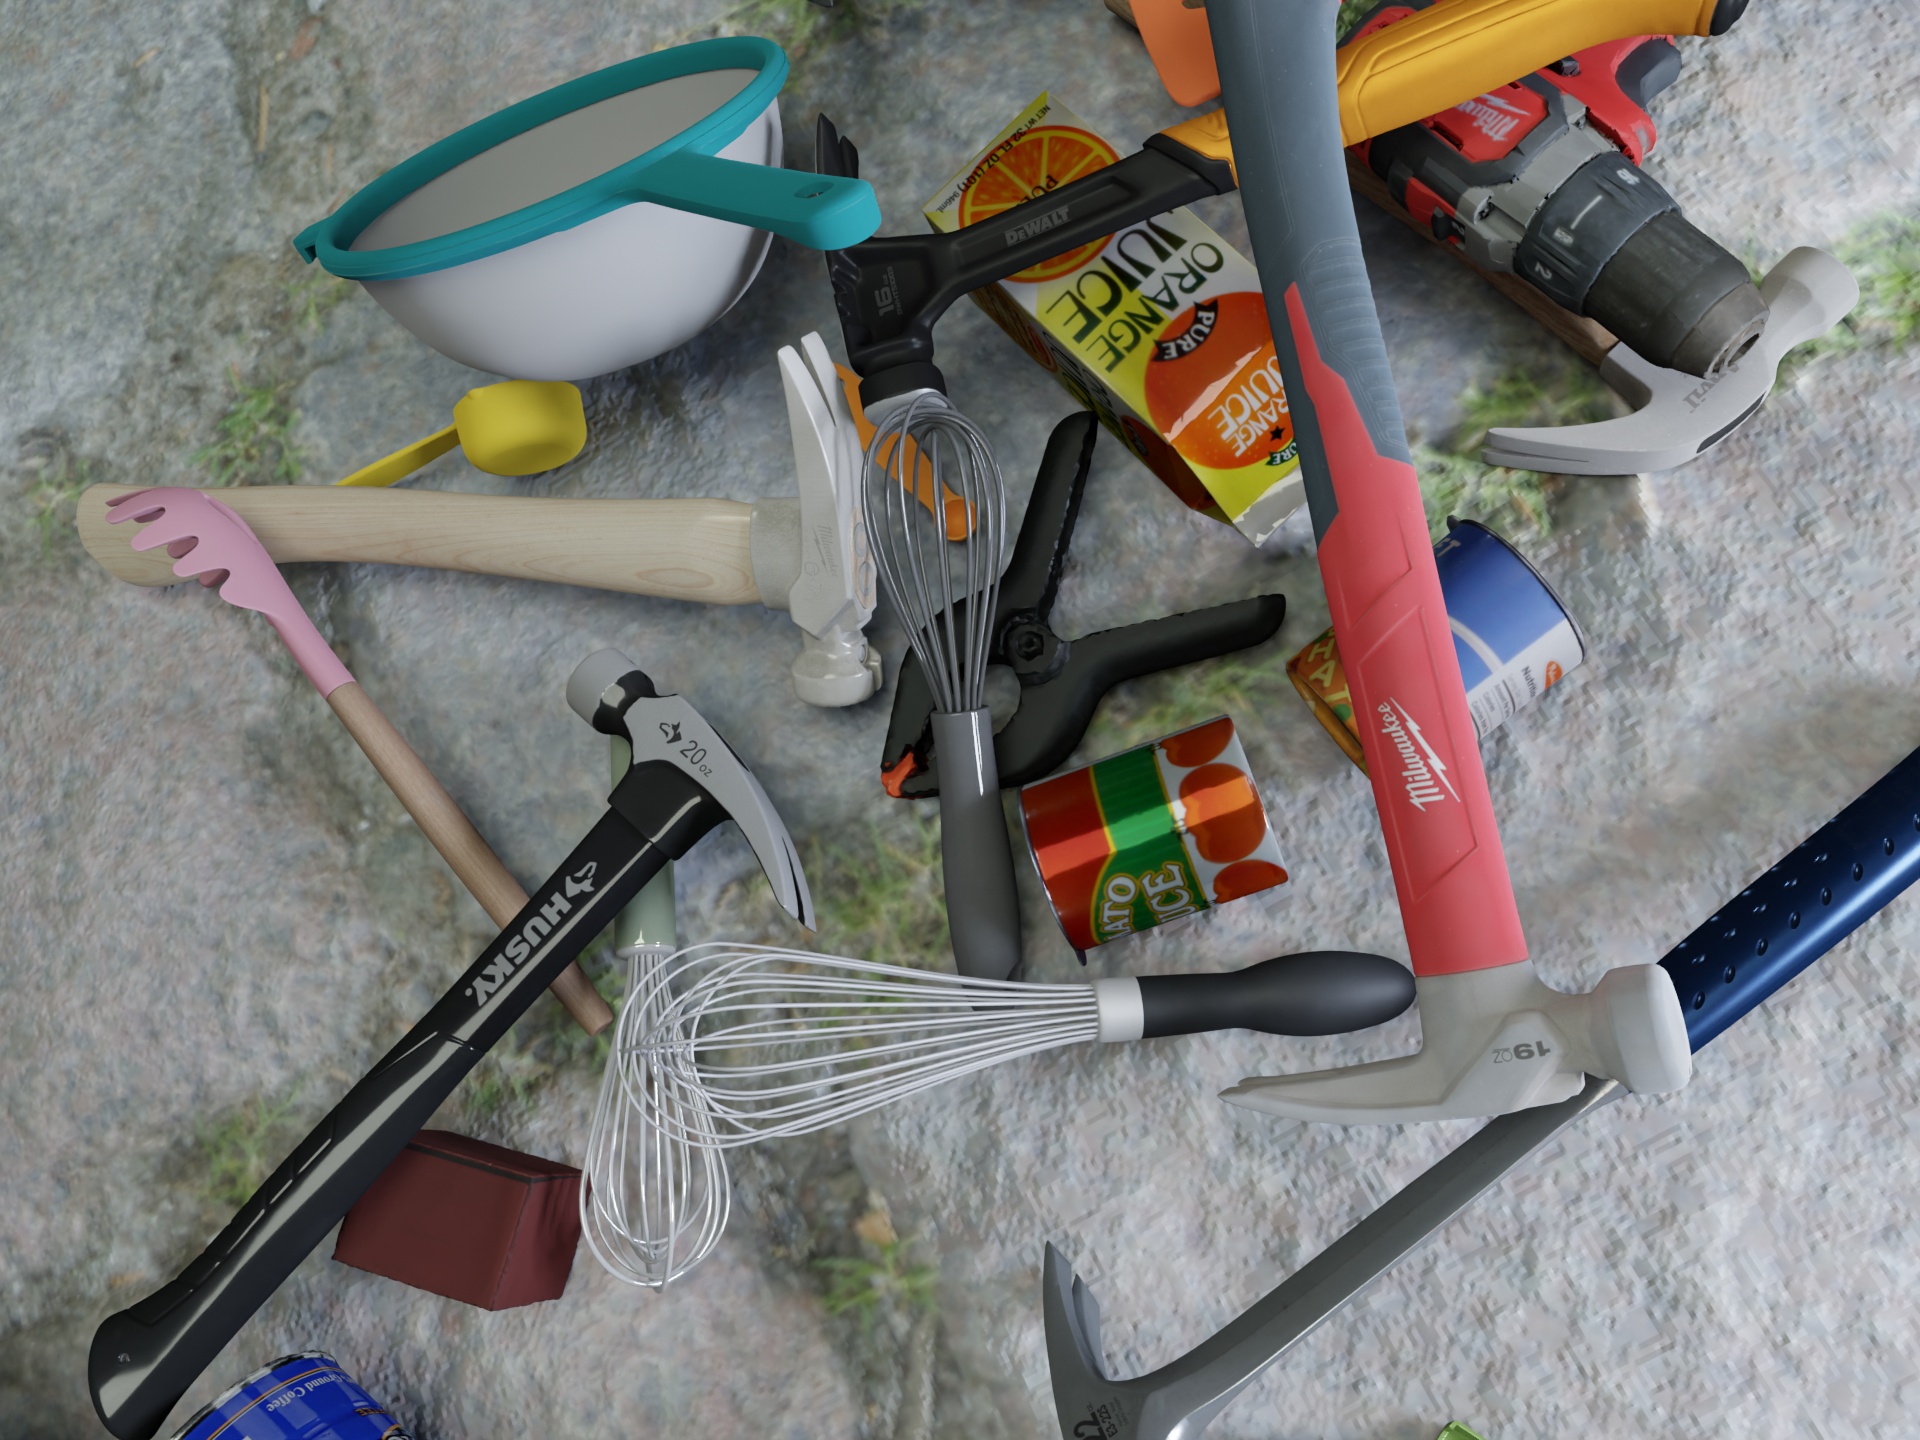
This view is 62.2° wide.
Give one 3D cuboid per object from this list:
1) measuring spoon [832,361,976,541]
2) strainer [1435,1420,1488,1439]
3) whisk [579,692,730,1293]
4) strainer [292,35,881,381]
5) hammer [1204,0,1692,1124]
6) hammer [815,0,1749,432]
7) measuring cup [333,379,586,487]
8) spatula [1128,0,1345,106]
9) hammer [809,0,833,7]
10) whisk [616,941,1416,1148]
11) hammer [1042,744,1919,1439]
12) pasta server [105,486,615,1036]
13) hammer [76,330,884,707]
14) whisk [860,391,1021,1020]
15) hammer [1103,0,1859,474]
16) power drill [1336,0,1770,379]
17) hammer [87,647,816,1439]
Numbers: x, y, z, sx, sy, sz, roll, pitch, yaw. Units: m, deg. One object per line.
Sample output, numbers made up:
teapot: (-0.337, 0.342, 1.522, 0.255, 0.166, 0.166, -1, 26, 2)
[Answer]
measuring spoon: (-0.029, -0.118, 0.692, 0.021, 0.011, 0.117, -41, 65, 3)
strainer: (0.069, 0.295, 0.466, 0.256, 0.069, 0.152, -5, 55, -6)
whisk: (-0.127, 0.102, 0.644, 0.057, 0.059, 0.246, 2, 68, -21)
strainer: (-0.120, -0.186, 0.638, 0.211, 0.095, 0.341, -37, 38, -20)
hammer: (0.117, -0.065, 0.521, 0.143, 0.038, 0.386, -15, 83, 28)
hammer: (0.104, -0.217, 0.572, 0.337, 0.034, 0.127, -17, 77, 19)
measuring cup: (-0.240, -0.115, 0.734, 0.156, 0.062, 0.029, -20, 81, 21)
spatula: (0.220, -0.328, 0.637, 0.322, 0.041, 0.081, -19, 88, 1)
hammer: (0.116, -0.362, 0.672, 0.409, 0.036, 0.149, -8, 30, 8)
whisk: (0.023, 0.103, 0.561, 0.284, 0.070, 0.070, -4, 74, -6)
hammer: (0.198, 0.118, 0.524, 0.405, 0.035, 0.144, -37, 25, -4)
pasta server: (-0.255, 0.013, 0.680, 0.040, 0.060, 0.316, -40, 81, -6)
hammer: (-0.229, -0.092, 0.695, 0.411, 0.038, 0.146, 5, 117, 21)
whisk: (-0.001, -0.002, 0.596, 0.055, 0.055, 0.239, -5, 98, 15)
hammer: (0.179, -0.220, 0.646, 0.130, 0.031, 0.331, -44, 68, 1)
power drill: (0.268, -0.246, 0.572, 0.226, 0.080, 0.188, -43, 68, 4)
hammer: (-0.199, 0.134, 0.606, 0.146, 0.035, 0.335, 38, 82, 26)
